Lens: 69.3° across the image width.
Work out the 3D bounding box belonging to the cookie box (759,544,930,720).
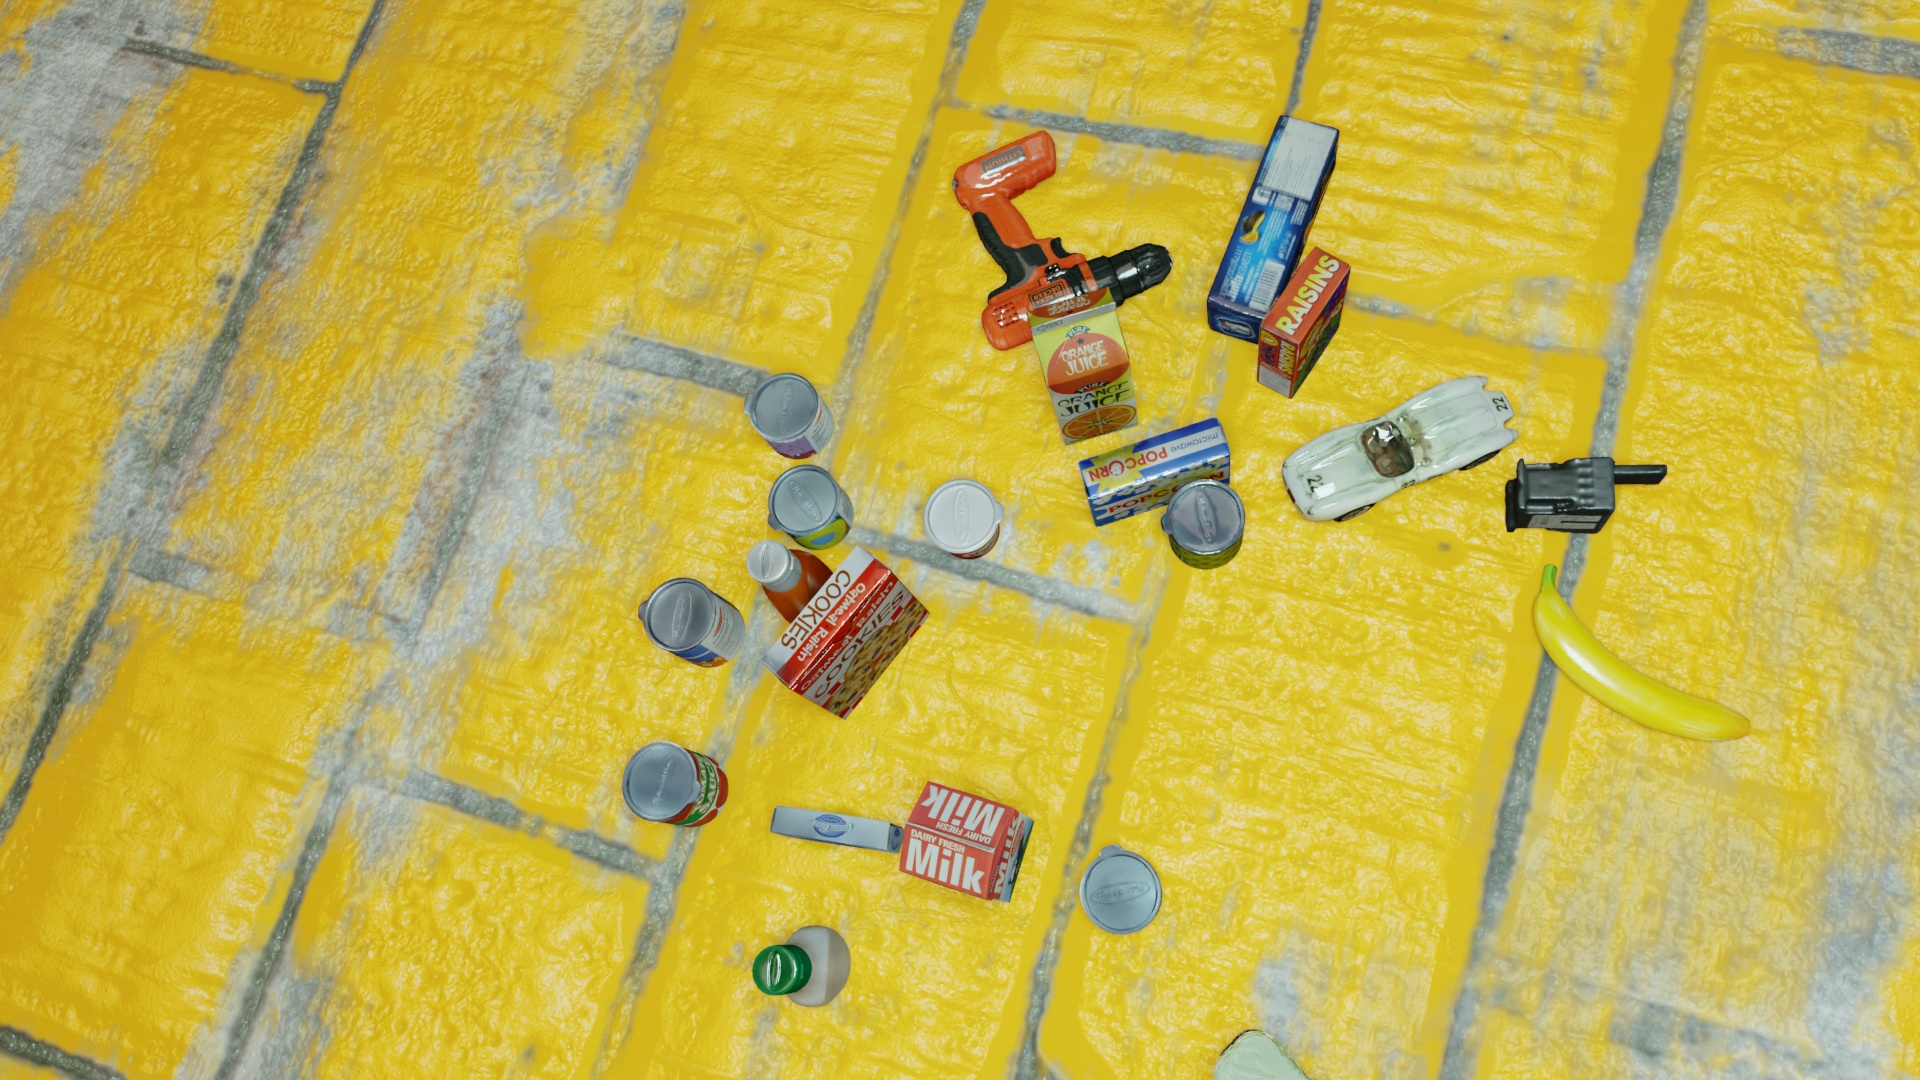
[{"bbox_3d":[-0.091,0.081,1.165,0.040,0.167,0.123,37,84,17],"label":"cookie box"}]

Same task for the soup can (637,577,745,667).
[{"bbox_3d":[-0.238,0.074,1.236,0.071,0.083,0.071,-3,74,9],"label":"soup can"}]

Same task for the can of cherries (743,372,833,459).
[{"bbox_3d":[-0.159,-0.115,1.291,0.071,0.058,0.071,-3,74,9],"label":"can of cherries"}]

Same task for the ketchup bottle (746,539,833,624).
[{"bbox_3d":[-0.144,0.036,1.197,0.043,0.148,0.065,-2,74,10],"label":"ketchup bottle"}]

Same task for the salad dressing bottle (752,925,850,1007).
[{"bbox_3d":[-0.126,0.340,1.106,0.044,0.147,0.064,0,74,10],"label":"salad dressing bottle"}]

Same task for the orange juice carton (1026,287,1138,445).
[{"bbox_3d":[0.105,-0.153,1.185,0.072,0.192,0.073,-16,72,6],"label":"orange juice carton"}]

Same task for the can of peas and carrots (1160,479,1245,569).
[{"bbox_3d":[0.209,-0.012,1.197,0.071,0.058,0.071,-3,74,9],"label":"can of peas and carrots"}]

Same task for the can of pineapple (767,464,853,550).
[{"bbox_3d":[-0.137,-0.029,1.262,0.071,0.057,0.071,-3,74,9],"label":"can of pineapple"}]

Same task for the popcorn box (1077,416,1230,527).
[{"bbox_3d":[0.169,-0.058,1.203,0.127,0.085,0.038,-18,72,5],"label":"popcorn box"}]

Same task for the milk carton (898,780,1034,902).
[{"bbox_3d":[0.005,0.238,1.090,0.072,0.190,0.073,15,78,14],"label":"milk carton"}]

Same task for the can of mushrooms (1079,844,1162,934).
[{"bbox_3d":[0.132,0.286,1.136,0.071,0.033,0.071,-3,74,9],"label":"can of mushrooms"}]

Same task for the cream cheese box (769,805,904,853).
[{"bbox_3d":[-0.104,0.246,1.179,0.104,0.053,0.024,6,76,12],"label":"cream cheese box"}]

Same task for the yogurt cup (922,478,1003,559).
[{"bbox_3d":[0.004,-0.015,1.236,0.072,0.054,0.072,-3,74,9],"label":"yogurt cup"}]

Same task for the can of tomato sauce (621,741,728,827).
[{"bbox_3d":[-0.242,0.212,1.197,0.071,0.083,0.071,-3,74,9],"label":"can of tomato sauce"}]

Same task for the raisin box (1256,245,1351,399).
[{"bbox_3d":[0.294,-0.186,1.199,0.040,0.123,0.086,33,82,17],"label":"raisin box"}]
